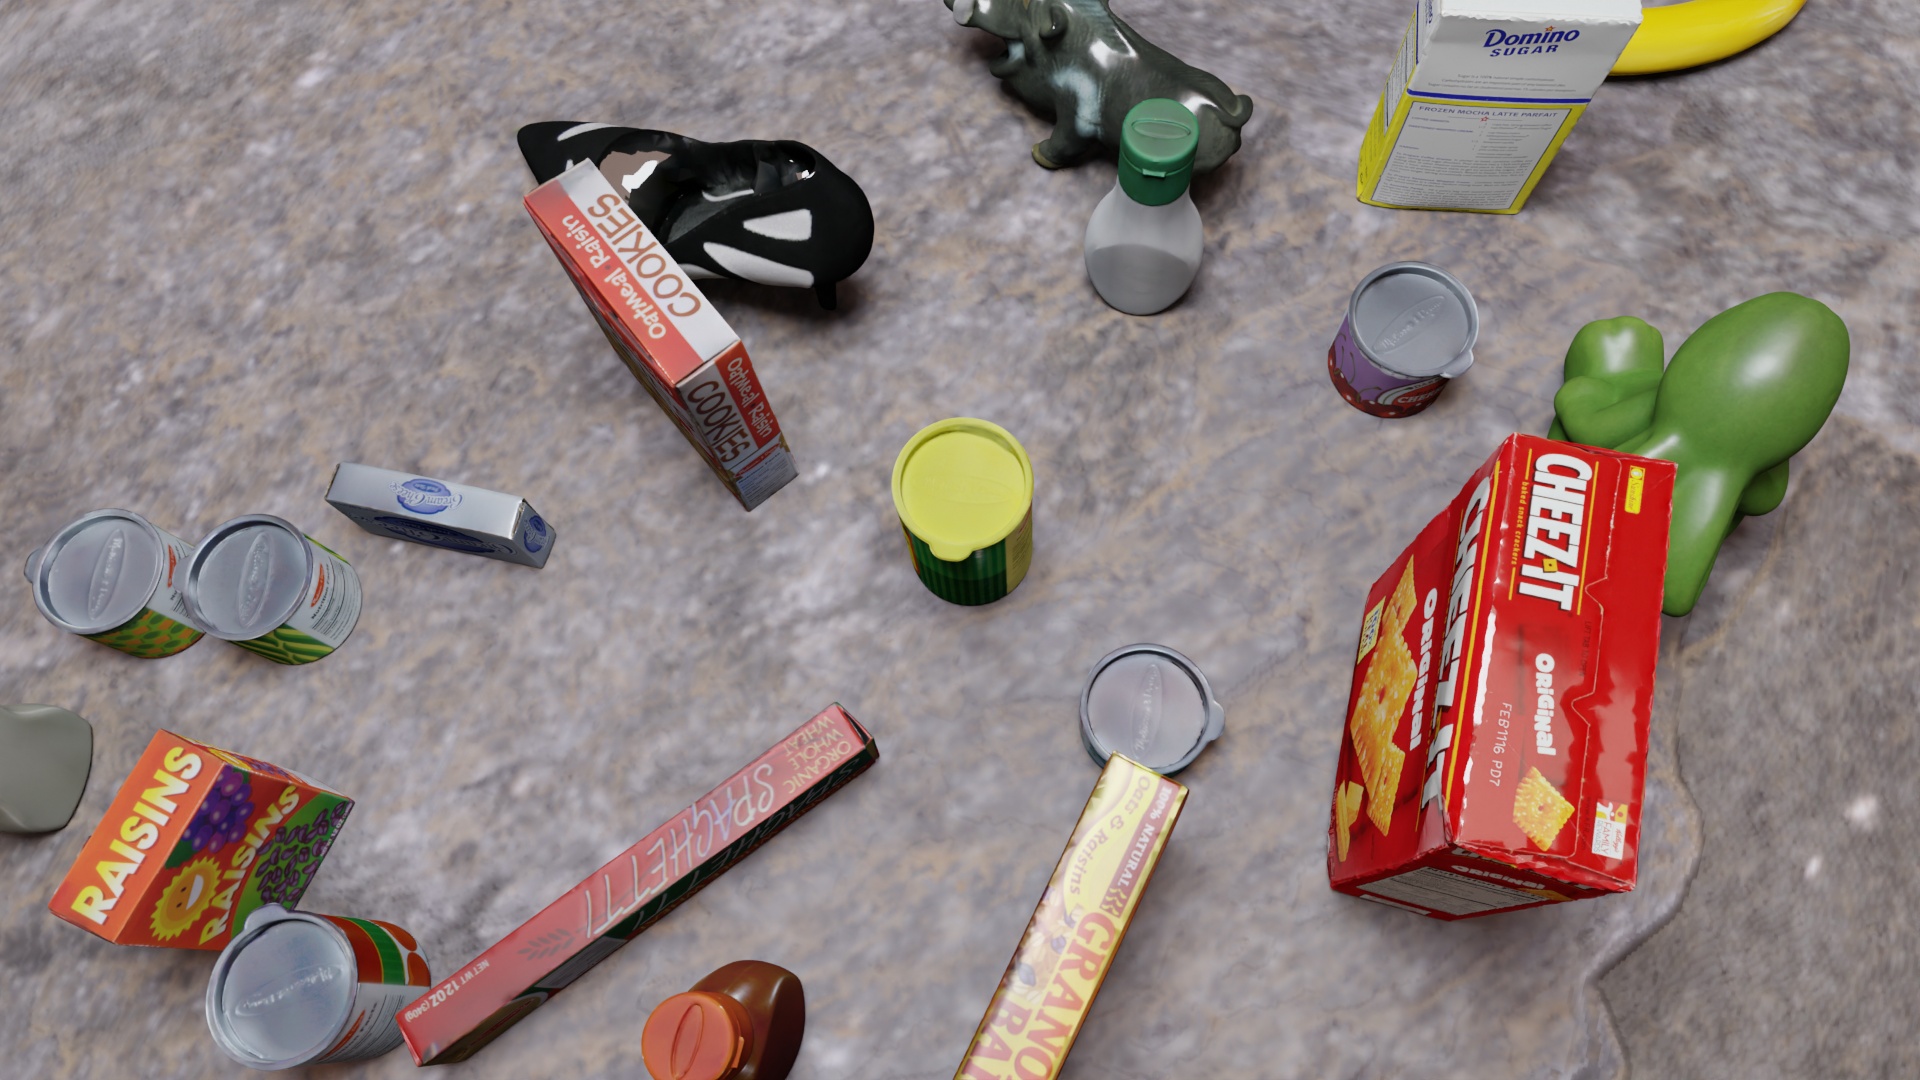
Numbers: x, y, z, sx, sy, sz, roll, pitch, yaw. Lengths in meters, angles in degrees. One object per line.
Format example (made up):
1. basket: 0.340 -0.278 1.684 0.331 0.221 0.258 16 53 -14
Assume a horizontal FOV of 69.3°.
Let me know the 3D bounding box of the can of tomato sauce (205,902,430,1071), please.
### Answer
1. can of tomato sauce: -0.294 0.206 0.642 0.071 0.083 0.071 -1 72 2

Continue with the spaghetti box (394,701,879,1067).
1. spaghetti box: -0.148 0.163 0.667 0.250 0.050 0.029 -35 74 -9

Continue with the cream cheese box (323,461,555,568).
1. cream cheese box: -0.271 -0.013 0.730 0.104 0.053 0.024 11 73 6

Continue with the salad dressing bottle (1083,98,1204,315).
1. salad dressing bottle: 0.097 -0.169 0.718 0.064 0.147 0.044 10 73 6

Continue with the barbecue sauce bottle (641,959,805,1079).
1. barbecue sauce bottle: -0.100 0.213 0.596 0.044 0.148 0.065 13 73 7

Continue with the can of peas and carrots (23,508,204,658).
1. can of peas and carrots: -0.433 0.024 0.722 0.071 0.058 0.071 -1 72 2

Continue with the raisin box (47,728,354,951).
1. raisin box: -0.346 0.142 0.644 0.040 0.123 0.086 23 74 10

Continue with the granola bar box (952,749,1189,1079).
1. granola bar box: 0.045 0.183 0.613 0.039 0.124 0.166 26 74 10

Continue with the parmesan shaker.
1. parmesan shaker: 0.002 -0.009 0.691 0.071 0.102 0.071 -1 72 2

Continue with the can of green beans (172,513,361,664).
1. can of green beans: -0.354 0.026 0.718 0.071 0.057 0.071 -1 72 2

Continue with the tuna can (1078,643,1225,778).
1. tuna can: 0.094 0.087 0.692 0.071 0.032 0.071 -1 71 2

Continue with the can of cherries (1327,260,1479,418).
1. can of cherries: 0.234 -0.103 0.737 0.071 0.058 0.071 -1 72 2

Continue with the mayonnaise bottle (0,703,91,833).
1. mayonnaise bottle: -0.473 0.099 0.651 0.041 0.147 0.065 2 72 3

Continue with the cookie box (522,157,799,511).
1. cookie box: -0.144 -0.095 0.693 0.040 0.167 0.123 -38 74 -9
